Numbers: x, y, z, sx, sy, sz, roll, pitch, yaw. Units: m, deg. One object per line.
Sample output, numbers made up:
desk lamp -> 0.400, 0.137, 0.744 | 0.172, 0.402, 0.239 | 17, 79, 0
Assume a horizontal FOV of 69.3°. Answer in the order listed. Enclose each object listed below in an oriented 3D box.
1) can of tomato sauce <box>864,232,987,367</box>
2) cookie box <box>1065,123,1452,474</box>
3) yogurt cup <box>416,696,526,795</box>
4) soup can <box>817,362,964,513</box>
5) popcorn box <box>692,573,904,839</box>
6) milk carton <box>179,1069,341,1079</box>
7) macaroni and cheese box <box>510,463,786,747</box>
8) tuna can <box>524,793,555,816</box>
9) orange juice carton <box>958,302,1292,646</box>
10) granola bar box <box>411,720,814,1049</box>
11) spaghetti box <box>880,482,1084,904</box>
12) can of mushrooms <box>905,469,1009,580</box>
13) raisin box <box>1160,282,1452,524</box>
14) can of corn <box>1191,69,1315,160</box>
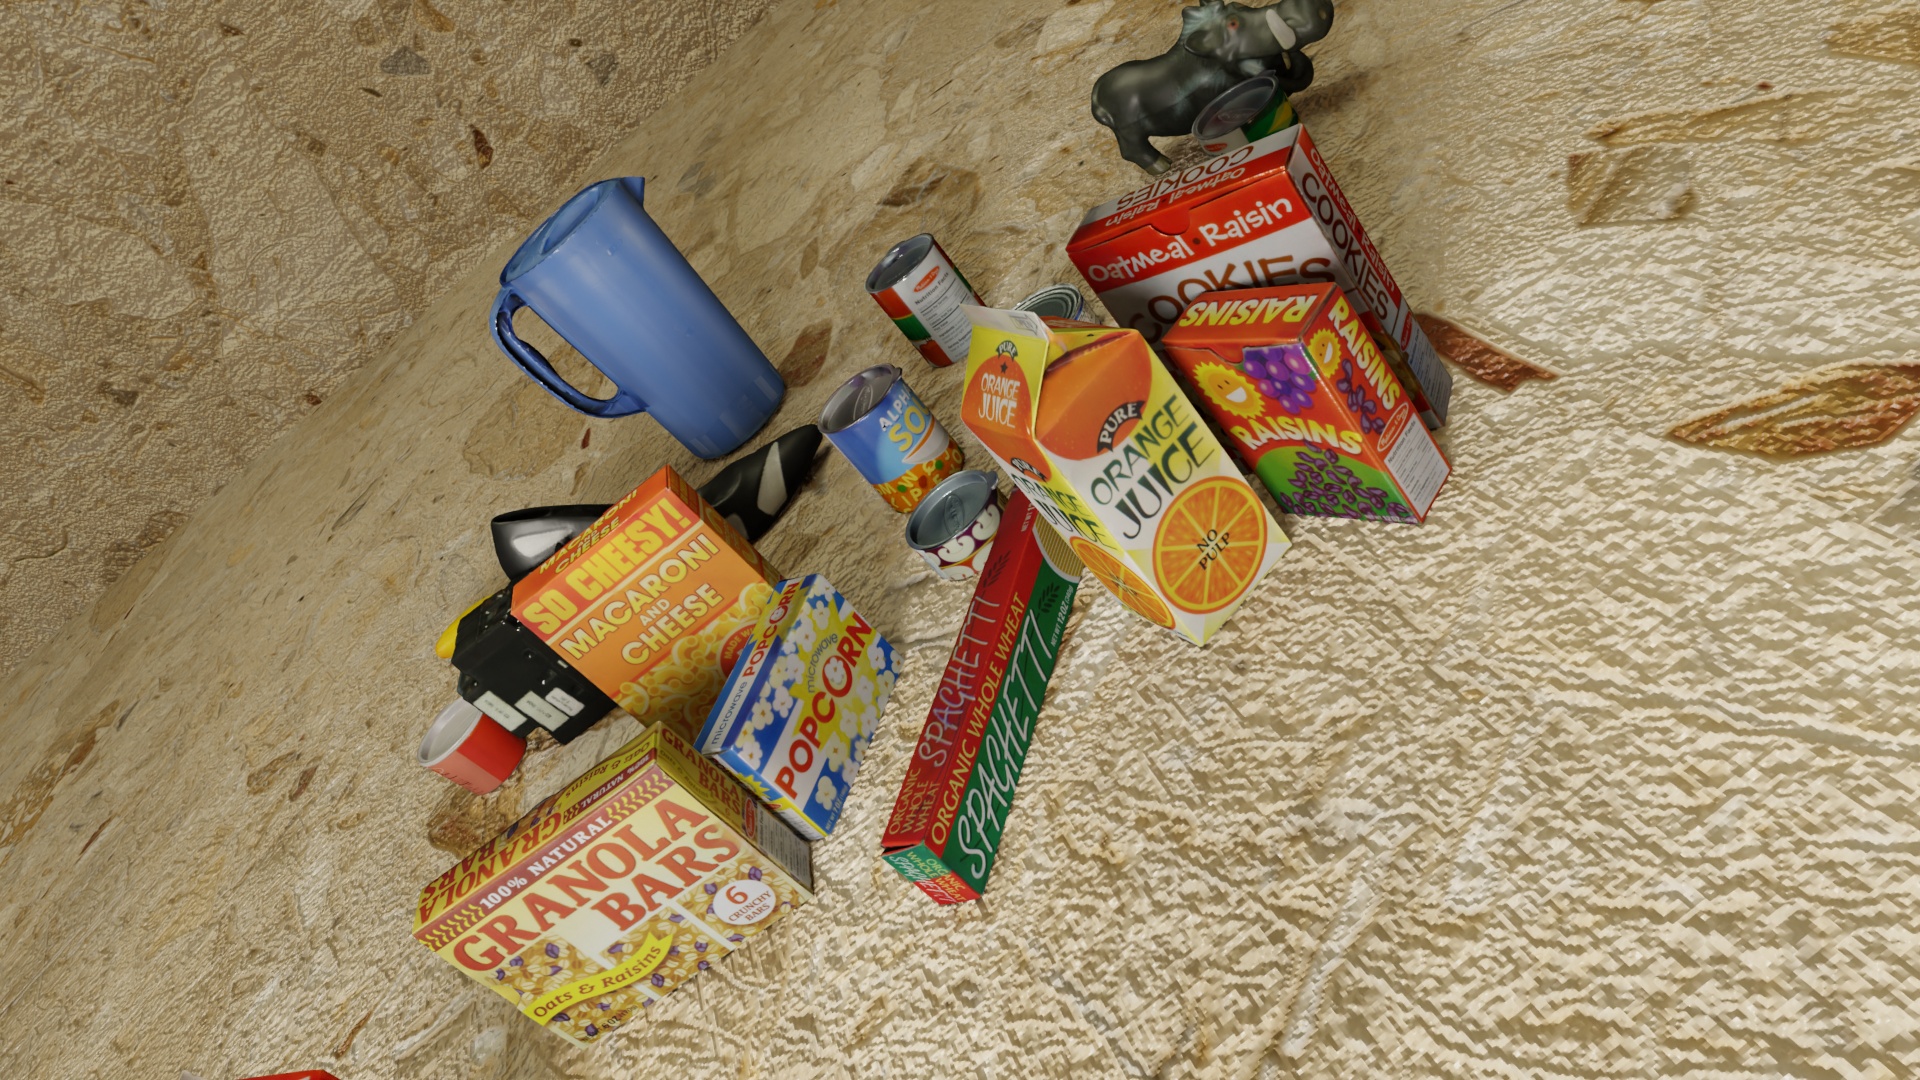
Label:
can of tomato sauce -> -0.024, -0.187, 1.085 | 0.071, 0.083, 0.071 | -30, 31, 20
cookie box -> 0.150, -0.111, 0.692 | 0.122, 0.167, 0.040 | -14, 40, 40
yogurt cup -> -0.371, 0.158, 1.063 | 0.072, 0.054, 0.073 | -30, 31, 20
soup can -> -0.045, -0.070, 0.952 | 0.071, 0.083, 0.072 | -30, 31, 20
popcorn box -> -0.089, 0.093, 0.785 | 0.038, 0.085, 0.127 | -15, 38, 39
milk carton -> -0.270, 0.303, 0.610 | 0.073, 0.190, 0.072 | -37, 29, 8
macaroni and cheese box -> -0.170, 0.051, 0.853 | 0.123, 0.166, 0.040 | -38, 29, 7
tuna can -> -0.263, 0.200, 0.900 | 0.071, 0.032, 0.071 | -30, 31, 20
orange juice carton -> 0.070, -0.042, 0.667 | 0.073, 0.192, 0.072 | -47, 30, -10
granola bar box -> -0.179, 0.185, 0.729 | 0.165, 0.124, 0.039 | -36, 30, 11
spaghetti box -> 0.020, 0.068, 0.725 | 0.028, 0.050, 0.251 | -17, 38, 37
can of mushrooms -> 0.003, -0.011, 0.867 | 0.071, 0.033, 0.071 | -30, 31, 20
raisin box -> 0.163, -0.063, 0.656 | 0.040, 0.123, 0.086 | -53, 31, -19
can of corn -> 0.206, -0.280, 0.963 | 0.071, 0.058, 0.071 | -30, 31, 20
